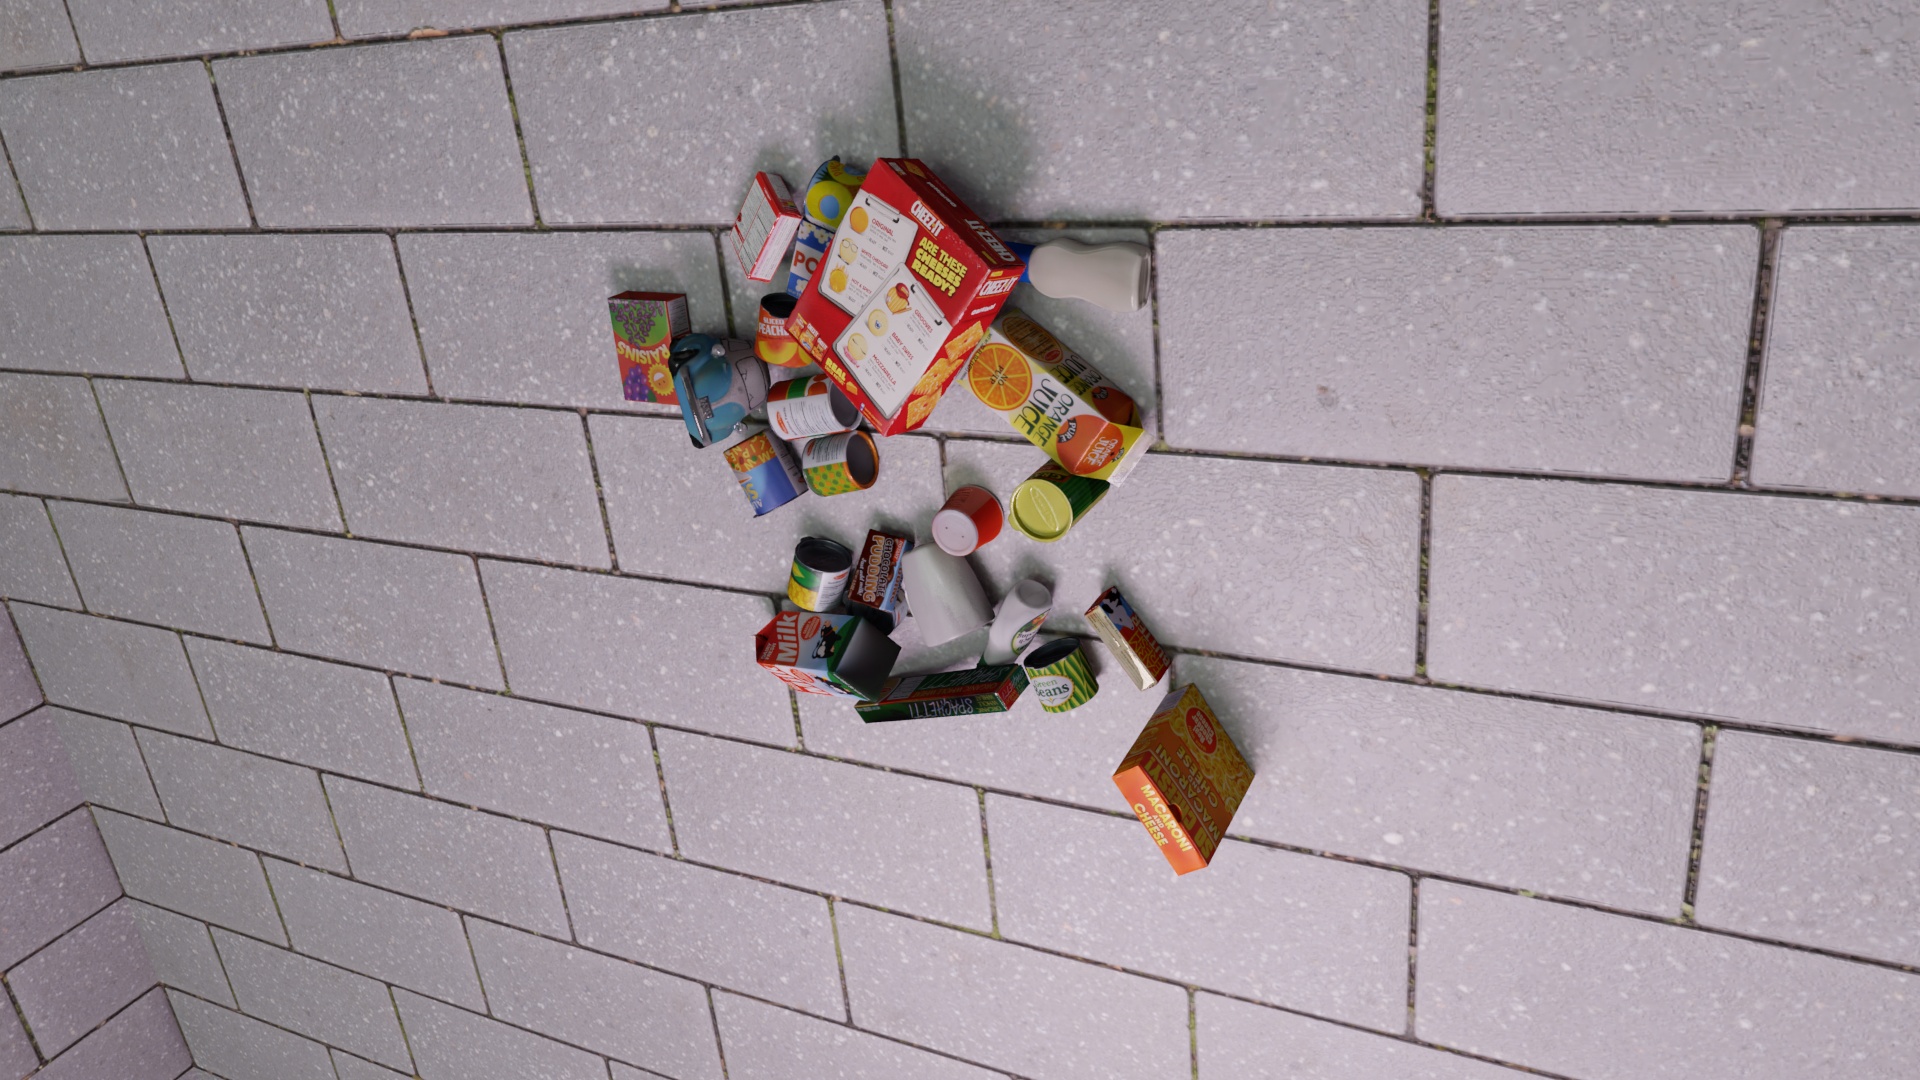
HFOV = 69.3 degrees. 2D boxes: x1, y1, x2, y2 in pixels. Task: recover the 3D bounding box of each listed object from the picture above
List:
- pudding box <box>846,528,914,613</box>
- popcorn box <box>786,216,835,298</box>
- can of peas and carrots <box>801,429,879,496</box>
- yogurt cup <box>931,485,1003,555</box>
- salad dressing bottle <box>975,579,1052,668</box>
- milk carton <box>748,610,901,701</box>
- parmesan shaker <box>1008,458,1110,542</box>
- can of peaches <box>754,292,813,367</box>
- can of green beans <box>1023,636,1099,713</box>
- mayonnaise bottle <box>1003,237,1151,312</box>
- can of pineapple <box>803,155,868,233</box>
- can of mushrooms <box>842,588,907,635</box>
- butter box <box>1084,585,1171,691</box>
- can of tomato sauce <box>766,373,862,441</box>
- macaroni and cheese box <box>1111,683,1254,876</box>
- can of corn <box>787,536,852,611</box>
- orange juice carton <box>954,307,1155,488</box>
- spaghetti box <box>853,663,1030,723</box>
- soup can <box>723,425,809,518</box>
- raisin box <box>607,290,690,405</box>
[{"bbox_3d":[-0.088,0.034,1.542,0.050,0.030,0.083,17,86,19],"label":"pudding box"},{"bbox_3d":[-0.112,-0.273,1.427,0.127,0.038,0.084,27,121,16],"label":"popcorn box"},{"bbox_3d":[-0.129,-0.083,1.513,0.058,0.071,0.070,-9,108,31],"label":"can of peas and carrots"},{"bbox_3d":[0.005,-0.018,1.474,0.072,0.054,0.072,12,117,23],"label":"yogurt cup"},{"bbox_3d":[0.054,0.106,1.506,0.044,0.064,0.146,43,135,19],"label":"salad dressing bottle"},{"bbox_3d":[-0.165,0.130,1.597,0.190,0.074,0.072,0,147,48],"label":"milk carton"},{"bbox_3d":[0.098,-0.047,1.379,0.071,0.103,0.071,12,118,24],"label":"parmesan shaker"},{"bbox_3d":[-0.184,-0.222,1.472,0.071,0.071,0.057,25,124,17],"label":"can of peaches"},{"bbox_3d":[0.108,0.144,1.487,0.071,0.071,0.057,-15,105,33],"label":"can of green beans"},{"bbox_3d":[0.105,-0.257,1.314,0.148,0.041,0.064,14,117,24],"label":"mayonnaise bottle"},{"bbox_3d":[-0.114,-0.339,1.380,0.058,0.071,0.070,27,123,15],"label":"can of pineapple"},{"bbox_3d":[-0.097,0.074,1.588,0.071,0.033,0.070,13,119,24],"label":"can of mushrooms"},{"bbox_3d":[0.174,0.102,1.439,0.024,0.053,0.103,-35,94,33],"label":"butter box"},{"bbox_3d":[-0.156,-0.146,1.497,0.083,0.071,0.071,-6,110,31],"label":"can of tomato sauce"},{"bbox_3d":[0.228,0.238,1.402,0.040,0.167,0.123,-31,96,35],"label":"macaroni and cheese box"},{"bbox_3d":[-0.163,0.038,1.588,0.071,0.071,0.058,26,123,16],"label":"can of corn"},{"bbox_3d":[0.098,-0.135,1.355,0.193,0.073,0.071,40,125,7],"label":"orange juice carton"},{"bbox_3d":[-0.024,0.172,1.548,0.249,0.050,0.028,-13,116,47],"label":"spaghetti box"},{"bbox_3d":[-0.222,-0.077,1.563,0.071,0.072,0.083,-22,100,35],"label":"soup can"},{"bbox_3d":[-0.350,-0.220,1.585,0.086,0.040,0.123,7,115,26],"label":"raisin box"}]
